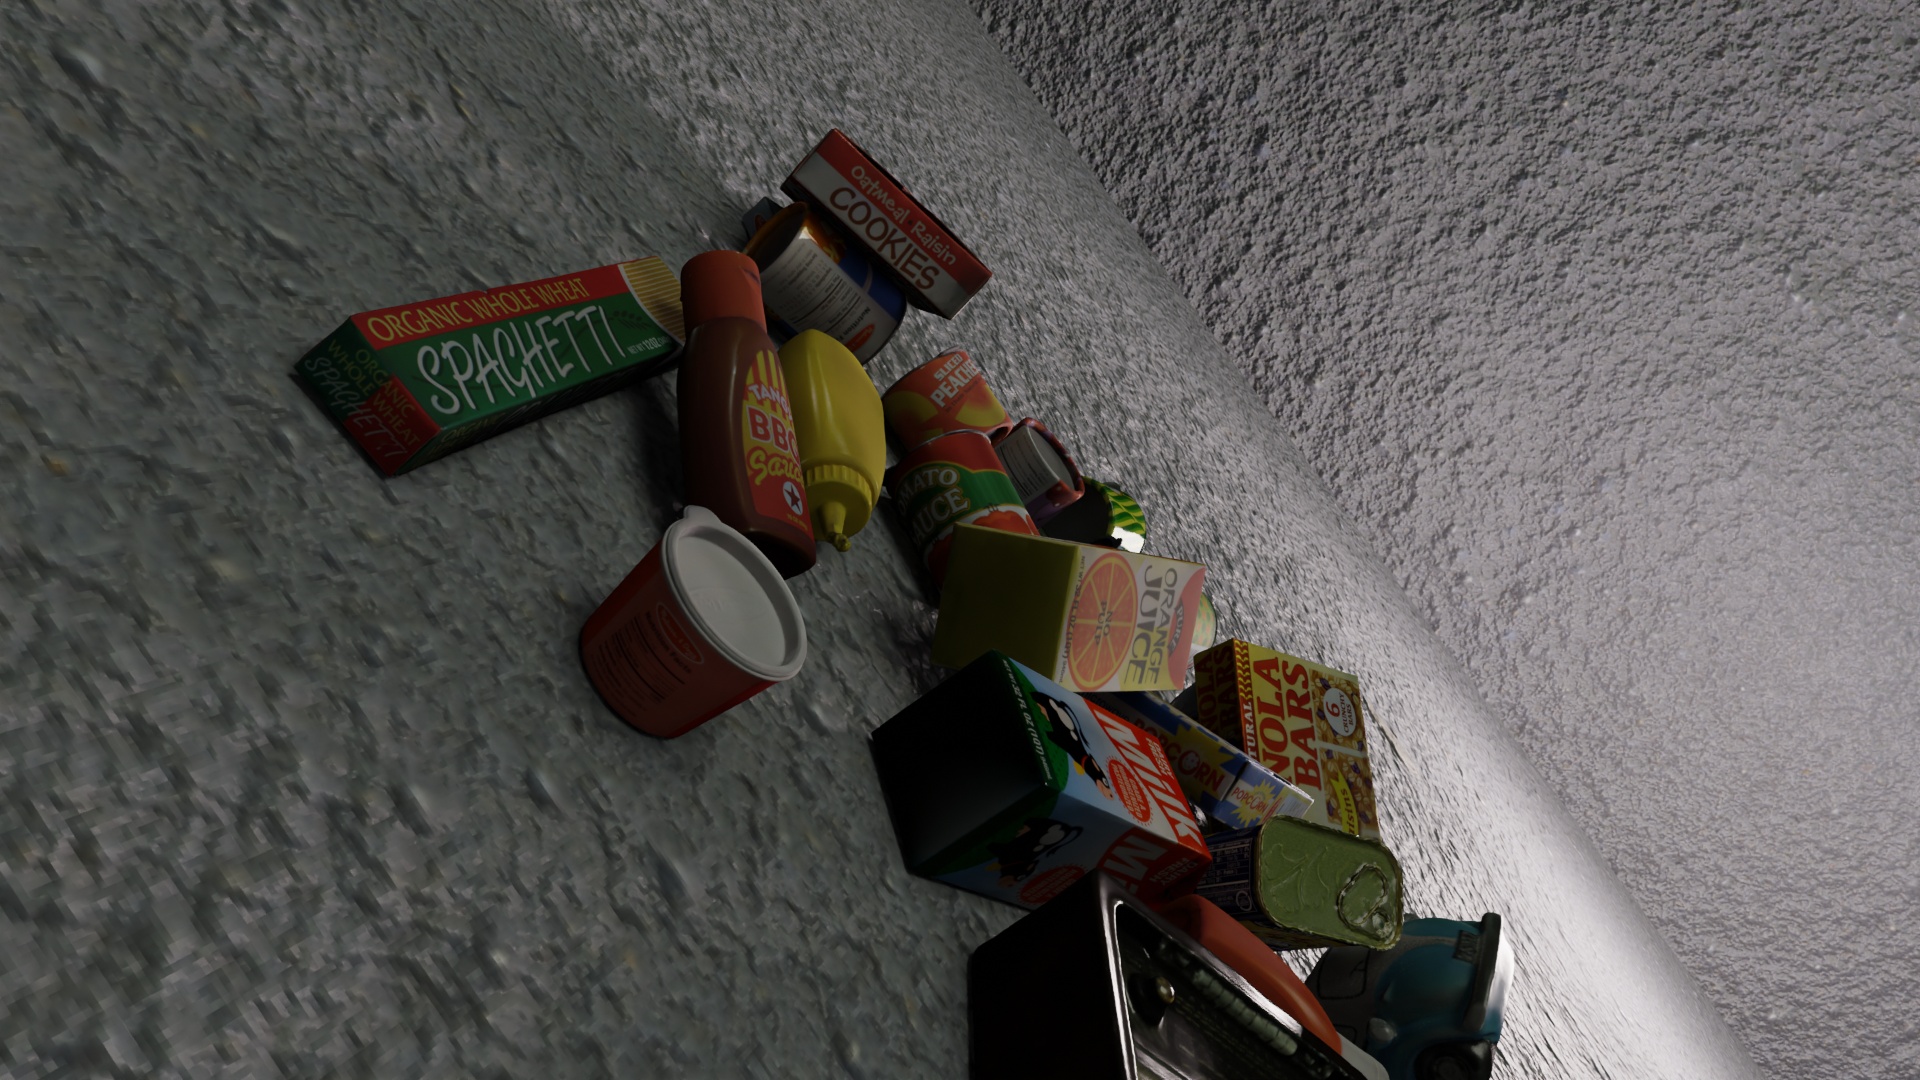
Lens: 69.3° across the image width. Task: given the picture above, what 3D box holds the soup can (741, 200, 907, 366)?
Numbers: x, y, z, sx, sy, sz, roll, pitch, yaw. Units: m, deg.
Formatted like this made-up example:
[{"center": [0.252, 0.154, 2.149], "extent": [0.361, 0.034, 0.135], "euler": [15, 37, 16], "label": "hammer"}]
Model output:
[{"center": [-0.084, -0.151, 0.826], "extent": [0.083, 0.071, 0.072], "euler": [41, 22, -32], "label": "soup can"}]

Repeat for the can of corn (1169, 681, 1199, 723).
[{"center": [0.176, 0.129, 0.935], "extent": [0.058, 0.071, 0.071], "euler": [51, 19, -7], "label": "can of corn"}]

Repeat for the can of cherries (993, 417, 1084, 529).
[{"center": [0.043, -0.041, 0.937], "extent": [0.071, 0.058, 0.072], "euler": [45, 21, -22], "label": "can of cherries"}]

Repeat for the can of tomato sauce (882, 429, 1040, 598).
[{"center": [0.003, -0.010, 0.781], "extent": [0.071, 0.071, 0.083], "euler": [20, 38, -58], "label": "can of tomato sauce"}]

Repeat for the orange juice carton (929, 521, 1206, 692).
[{"center": [0.071, 0.038, 0.734], "extent": [0.193, 0.073, 0.071], "euler": [9, 92, -56], "label": "orange juice carton"}]

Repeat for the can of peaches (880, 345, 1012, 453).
[{"center": [-0.008, -0.079, 0.868], "extent": [0.058, 0.071, 0.071], "euler": [57, 19, 9], "label": "can of peaches"}]

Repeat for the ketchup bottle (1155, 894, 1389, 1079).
[{"center": [0.144, 0.231, 0.664], "extent": [0.148, 0.064, 0.044], "euler": [39, 21, -18], "label": "ketchup bottle"}]

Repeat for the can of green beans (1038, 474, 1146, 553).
[{"center": [0.090, -0.009, 0.979], "extent": [0.058, 0.071, 0.071], "euler": [18, 39, -58], "label": "can of green beans"}]

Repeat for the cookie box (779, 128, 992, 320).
[{"center": [-0.050, -0.195, 0.863], "extent": [0.123, 0.040, 0.168], "euler": [40, 3, -15], "label": "cookie box"}]

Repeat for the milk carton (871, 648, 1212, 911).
[{"center": [0.052, 0.125, 0.646], "extent": [0.190, 0.073, 0.072], "euler": [32, 28, -47], "label": "milk carton"}]

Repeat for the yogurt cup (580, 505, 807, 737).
[{"center": [-0.096, 0.033, 0.493], "extent": [0.072, 0.054, 0.073], "euler": [45, 21, -22], "label": "yogurt cup"}]

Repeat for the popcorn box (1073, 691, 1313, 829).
[{"center": [0.130, 0.123, 0.807], "extent": [0.127, 0.038, 0.085], "euler": [32, -1, 45], "label": "popcorn box"}]

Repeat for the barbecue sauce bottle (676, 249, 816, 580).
[{"center": [-0.099, -0.058, 0.611], "extent": [0.064, 0.043, 0.149], "euler": [38, 36, -60], "label": "barbecue sauce bottle"}]

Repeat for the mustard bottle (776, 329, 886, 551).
[{"center": [-0.069, -0.045, 0.702], "extent": [0.065, 0.048, 0.161], "euler": [41, 23, -32], "label": "mustard bottle"}]

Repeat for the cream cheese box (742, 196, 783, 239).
[{"center": [-0.095, -0.180, 0.914], "extent": [0.103, 0.024, 0.053], "euler": [26, 33, -52], "label": "cream cheese box"}]

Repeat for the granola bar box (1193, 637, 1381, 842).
[{"center": [0.208, 0.156, 0.876], "extent": [0.124, 0.039, 0.166], "euler": [18, 59, -33], "label": "granola bar box"}]

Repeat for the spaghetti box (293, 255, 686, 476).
[{"center": [-0.167, -0.079, 0.564], "extent": [0.050, 0.028, 0.251], "euler": [52, 19, -5], "label": "spaghetti box"}]

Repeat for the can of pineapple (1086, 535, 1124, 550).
[{"center": [0.093, 0.039, 0.897], "extent": [0.058, 0.071, 0.071], "euler": [49, 19, -13], "label": "can of pineapple"}]

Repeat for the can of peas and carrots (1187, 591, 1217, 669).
[{"center": [0.139, 0.055, 0.980], "extent": [0.059, 0.071, 0.071], "euler": [19, 38, -58], "label": "can of peas and carrots"}]
